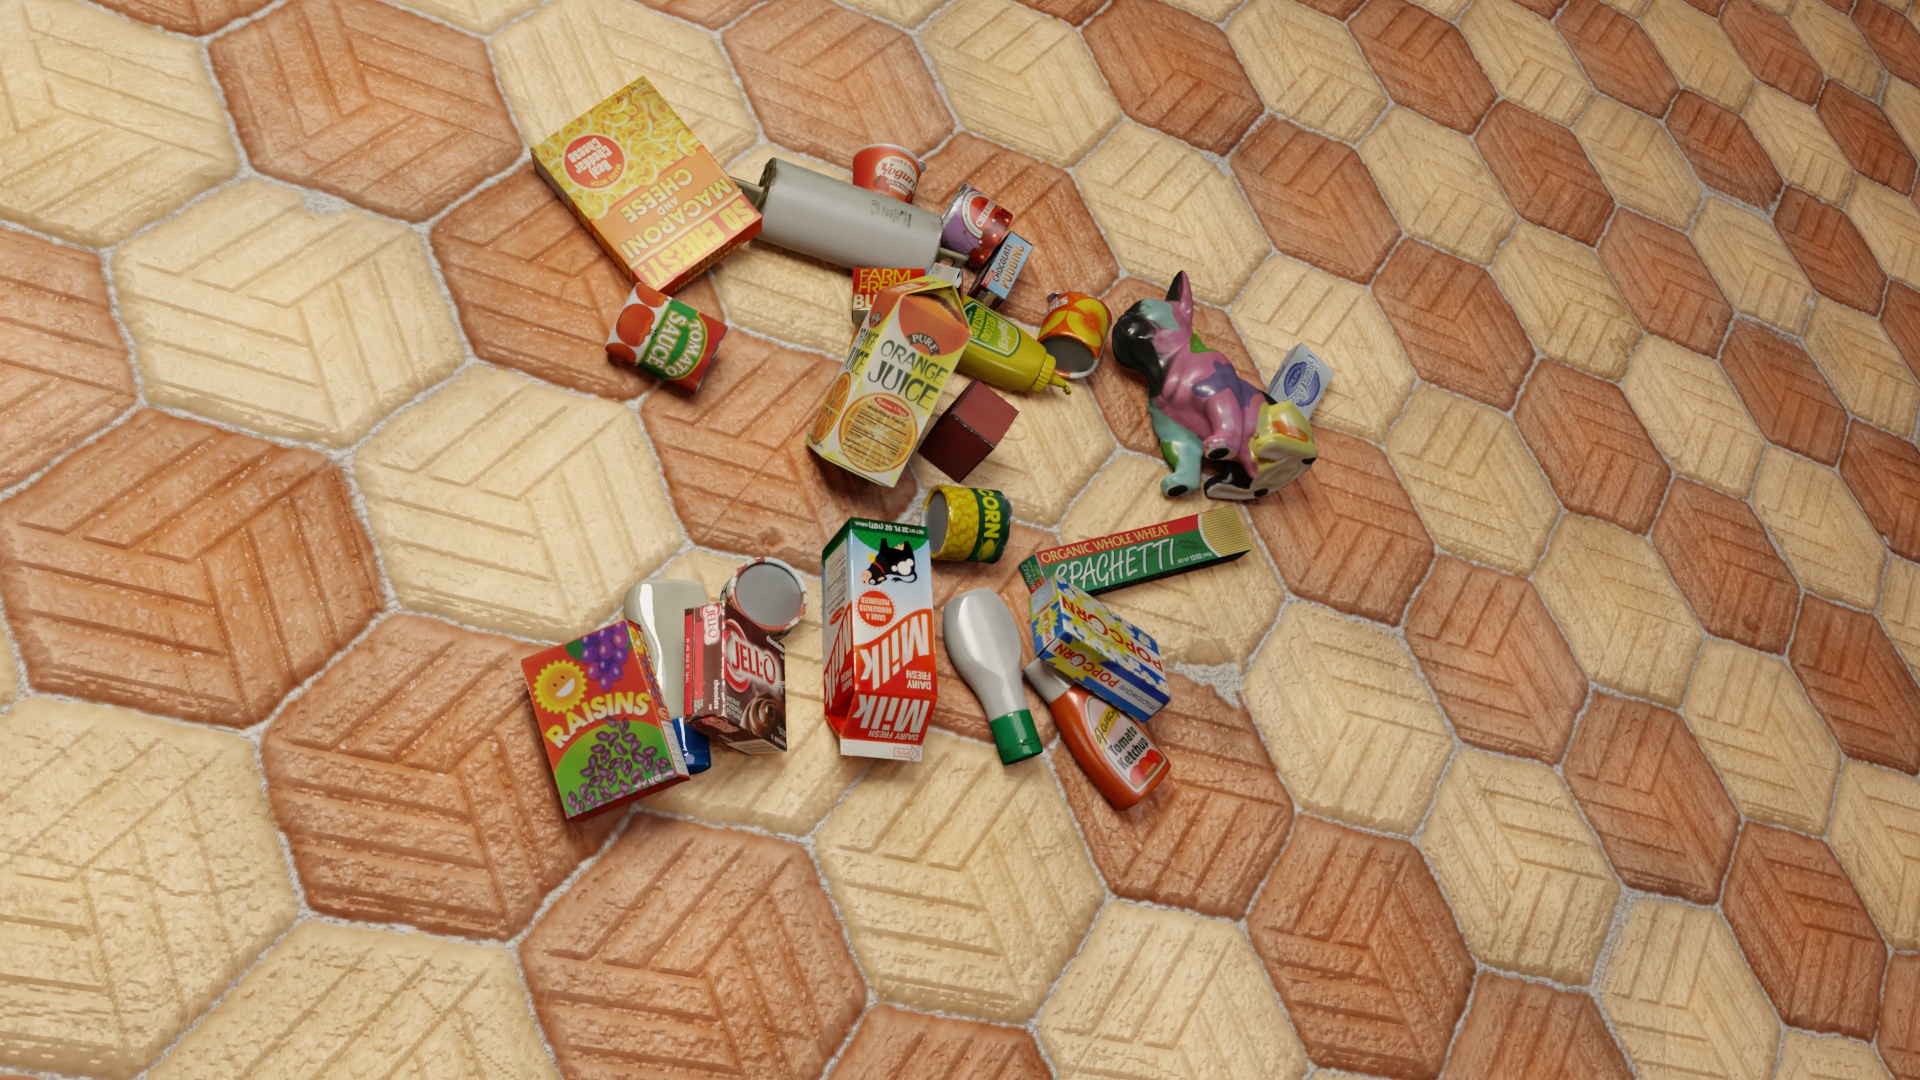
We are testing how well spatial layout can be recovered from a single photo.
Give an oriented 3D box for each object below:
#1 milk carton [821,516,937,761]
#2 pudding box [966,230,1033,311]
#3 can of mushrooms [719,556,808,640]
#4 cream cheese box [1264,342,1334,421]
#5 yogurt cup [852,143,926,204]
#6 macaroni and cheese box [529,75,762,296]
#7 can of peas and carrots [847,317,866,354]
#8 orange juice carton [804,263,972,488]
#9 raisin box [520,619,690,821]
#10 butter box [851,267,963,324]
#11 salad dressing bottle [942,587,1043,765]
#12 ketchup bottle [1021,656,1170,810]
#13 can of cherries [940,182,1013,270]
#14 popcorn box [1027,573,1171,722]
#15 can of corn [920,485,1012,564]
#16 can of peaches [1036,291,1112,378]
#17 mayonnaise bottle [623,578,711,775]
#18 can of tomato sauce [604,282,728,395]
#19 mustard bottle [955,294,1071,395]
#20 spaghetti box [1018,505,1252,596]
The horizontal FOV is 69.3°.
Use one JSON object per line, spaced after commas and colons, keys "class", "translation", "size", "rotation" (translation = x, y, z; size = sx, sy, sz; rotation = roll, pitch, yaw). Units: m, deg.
{"class": "milk carton", "translation": [-0.067, 0.084, 1.129], "size": [0.072, 0.073, 0.191], "rotation": [9, 63, -24]}
{"class": "pudding box", "translation": [0.036, -0.259, 1.368], "size": [0.030, 0.049, 0.084], "rotation": [34, 56, -11]}
{"class": "can of mushrooms", "translation": [-0.160, 0.050, 1.123], "size": [0.071, 0.033, 0.071], "rotation": [12, 61, -23]}
{"class": "cream cheese box", "translation": [0.364, -0.164, 1.503], "size": [0.053, 0.024, 0.104], "rotation": [40, 55, -6]}
{"class": "yogurt cup", "translation": [-0.074, -0.343, 1.347], "size": [0.072, 0.072, 0.054], "rotation": [15, 68, -20]}
{"class": "macaroni and cheese box", "translation": [-0.273, -0.306, 1.218], "size": [0.124, 0.040, 0.166], "rotation": [-39, 87, -15]}
{"class": "can of peas and carrots", "translation": [-0.066, -0.166, 1.259], "size": [0.059, 0.070, 0.071], "rotation": [10, 62, -22]}
{"class": "orange juice carton", "translation": [-0.054, -0.149, 1.189], "size": [0.073, 0.072, 0.192], "rotation": [25, 94, -22]}
{"class": "raisin box", "translation": [-0.257, 0.130, 1.008], "size": [0.086, 0.040, 0.123], "rotation": [-22, 75, 0]}
{"class": "butter box", "translation": [-0.049, -0.225, 1.282], "size": [0.103, 0.024, 0.053], "rotation": [1, 57, 0]}
{"class": "salad dressing bottle", "translation": [0.029, 0.116, 1.181], "size": [0.064, 0.043, 0.148], "rotation": [-11, 72, -26]}
{"class": "ketchup bottle", "translation": [0.113, 0.159, 1.202], "size": [0.149, 0.043, 0.065], "rotation": [50, 51, 4]}
{"class": "can of cherries", "translation": [0.012, -0.310, 1.368], "size": [0.058, 0.071, 0.072], "rotation": [33, 56, -10]}
{"class": "popcorn box", "translation": [0.121, 0.094, 1.208], "size": [0.126, 0.038, 0.085], "rotation": [33, 26, -22]}
{"class": "can of corn", "translation": [0.004, -0.015, 1.217], "size": [0.058, 0.071, 0.071], "rotation": [4, 64, -24]}
{"class": "can of peaches", "translation": [0.109, -0.203, 1.367], "size": [0.071, 0.071, 0.058], "rotation": [28, 57, -13]}
{"class": "mayonnaise bottle", "translation": [-0.218, 0.104, 1.061], "size": [0.065, 0.041, 0.148], "rotation": [4, 65, -37]}
{"class": "can of tomato sauce", "translation": [-0.247, -0.169, 1.167], "size": [0.083, 0.071, 0.071], "rotation": [26, 57, -13]}
{"class": "mustard bottle", "translation": [0.040, -0.180, 1.331], "size": [0.160, 0.048, 0.065], "rotation": [24, 58, -14]}
{"class": "spaghetti box", "translation": [0.170, 0.015, 1.312], "size": [0.251, 0.028, 0.050], "rotation": [-12, 71, -31]}
